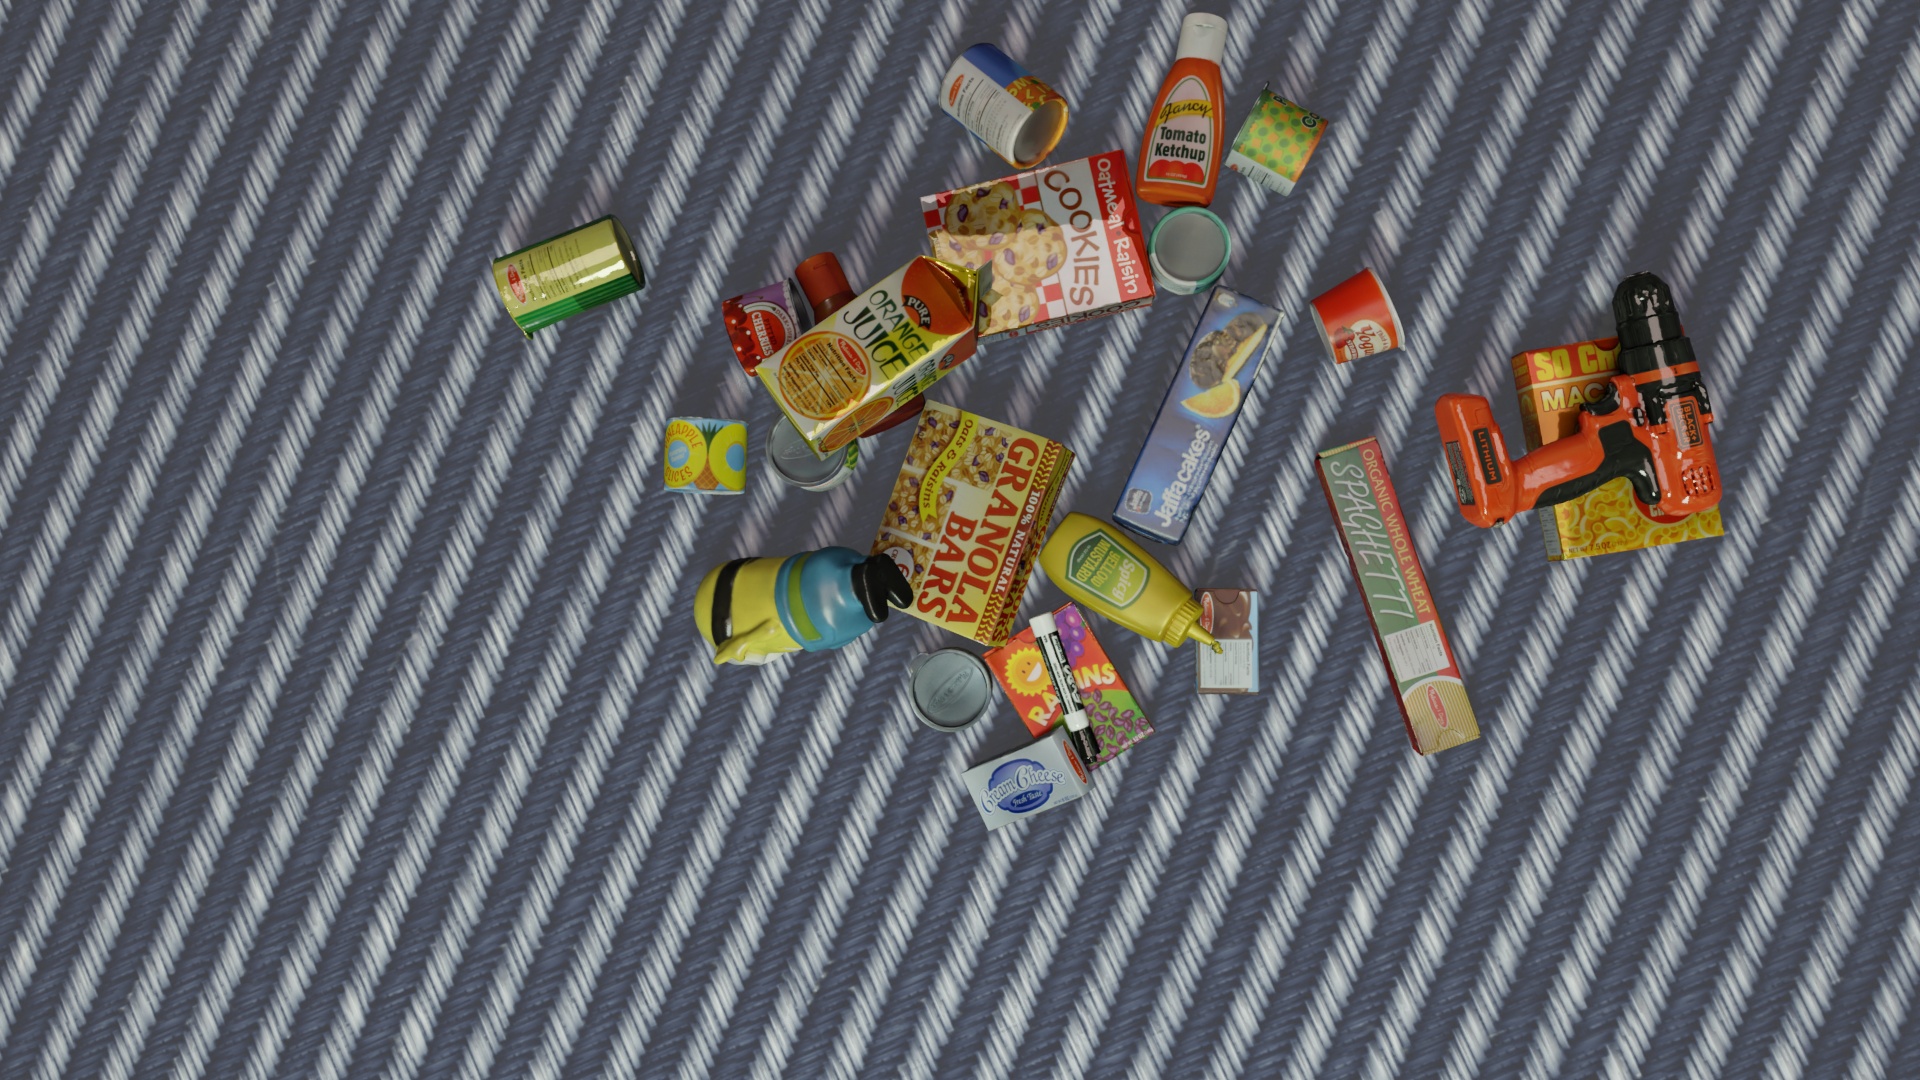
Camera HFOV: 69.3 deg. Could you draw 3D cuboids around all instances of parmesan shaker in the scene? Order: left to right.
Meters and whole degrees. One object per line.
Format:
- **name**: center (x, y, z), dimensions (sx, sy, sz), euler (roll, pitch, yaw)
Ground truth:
- **parmesan shaker**: center (-0.316, -0.215, 1.132), dimensions (0.103, 0.071, 0.071), euler (-20, 87, 2)

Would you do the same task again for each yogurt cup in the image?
- **yogurt cup**: center (0.309, -0.173, 1.088), dimensions (0.054, 0.072, 0.072), euler (-23, 87, 11)

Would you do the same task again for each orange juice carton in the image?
- **orange juice carton**: center (-0.053, -0.149, 1.057), dimensions (0.193, 0.071, 0.073), euler (-36, 81, -5)

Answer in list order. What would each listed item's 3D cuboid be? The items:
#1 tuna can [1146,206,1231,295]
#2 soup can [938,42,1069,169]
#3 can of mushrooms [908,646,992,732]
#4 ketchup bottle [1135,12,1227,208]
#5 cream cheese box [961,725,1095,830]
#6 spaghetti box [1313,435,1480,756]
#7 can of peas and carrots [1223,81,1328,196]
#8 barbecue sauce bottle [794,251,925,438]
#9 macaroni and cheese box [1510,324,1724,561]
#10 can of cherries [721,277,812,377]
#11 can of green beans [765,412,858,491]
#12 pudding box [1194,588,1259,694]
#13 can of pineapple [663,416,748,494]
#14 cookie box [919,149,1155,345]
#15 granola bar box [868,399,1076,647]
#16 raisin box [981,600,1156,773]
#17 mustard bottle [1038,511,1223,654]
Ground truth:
- **tuna can**: center (0.185, -0.235, 1.114), dimensions (0.071, 0.033, 0.071), euler (0, 88, 4)
- **soup can**: center (0.037, -0.345, 1.102), dimensions (0.071, 0.071, 0.084), euler (-47, 67, 1)
- **can of mushrooms**: center (-0.009, 0.117, 1.113), dimensions (0.071, 0.033, 0.071), euler (0, 88, 4)
- **ketchup bottle**: center (0.183, -0.344, 1.113), dimensions (0.065, 0.043, 0.149), euler (10, 88, 10)
- **cream cheese box**: center (0.052, 0.186, 1.084), dimensions (0.103, 0.024, 0.053), euler (-30, 85, 39)
- **spaghetti box**: center (0.342, 0.042, 1.094), dimensions (0.050, 0.028, 0.250), euler (-19, 87, 3)
- **can of peas and carrots**: center (0.250, -0.316, 1.095), dimensions (0.059, 0.071, 0.071), euler (29, 90, 4)
- **barbecue sauce bottle**: center (-0.087, -0.161, 1.124), dimensions (0.065, 0.043, 0.148), euler (-25, 85, -11)
- **macaroni and cheese box**: center (0.510, -0.075, 1.081), dimensions (0.124, 0.040, 0.166), euler (-10, 87, 3)
- **can of cherries**: center (-0.153, -0.170, 1.115), dimensions (0.058, 0.071, 0.071), euler (-18, 87, 4)
- **can of green beans**: center (-0.118, -0.074, 1.116), dimensions (0.071, 0.058, 0.071), euler (0, 88, 4)
- **pudding box**: center (0.211, 0.079, 1.101), dimensions (0.050, 0.030, 0.083), euler (-1, 88, 5)
- **can of pineapple**: center (-0.206, -0.068, 1.116), dimensions (0.071, 0.071, 0.058), euler (2, 88, 4)
- **cookie box**: center (0.062, -0.233, 1.118), dimensions (0.167, 0.040, 0.123), euler (-13, 87, 3)
- **granola bar box**: center (0.004, -0.014, 1.098), dimensions (0.124, 0.039, 0.165), euler (20, 89, 23)
- **raisin box**: center (0.086, 0.121, 1.103), dimensions (0.086, 0.040, 0.123), euler (-32, 85, 3)
- **mustard bottle**: center (0.139, 0.040, 1.085), dimensions (0.160, 0.049, 0.065), euler (34, 90, 17)
